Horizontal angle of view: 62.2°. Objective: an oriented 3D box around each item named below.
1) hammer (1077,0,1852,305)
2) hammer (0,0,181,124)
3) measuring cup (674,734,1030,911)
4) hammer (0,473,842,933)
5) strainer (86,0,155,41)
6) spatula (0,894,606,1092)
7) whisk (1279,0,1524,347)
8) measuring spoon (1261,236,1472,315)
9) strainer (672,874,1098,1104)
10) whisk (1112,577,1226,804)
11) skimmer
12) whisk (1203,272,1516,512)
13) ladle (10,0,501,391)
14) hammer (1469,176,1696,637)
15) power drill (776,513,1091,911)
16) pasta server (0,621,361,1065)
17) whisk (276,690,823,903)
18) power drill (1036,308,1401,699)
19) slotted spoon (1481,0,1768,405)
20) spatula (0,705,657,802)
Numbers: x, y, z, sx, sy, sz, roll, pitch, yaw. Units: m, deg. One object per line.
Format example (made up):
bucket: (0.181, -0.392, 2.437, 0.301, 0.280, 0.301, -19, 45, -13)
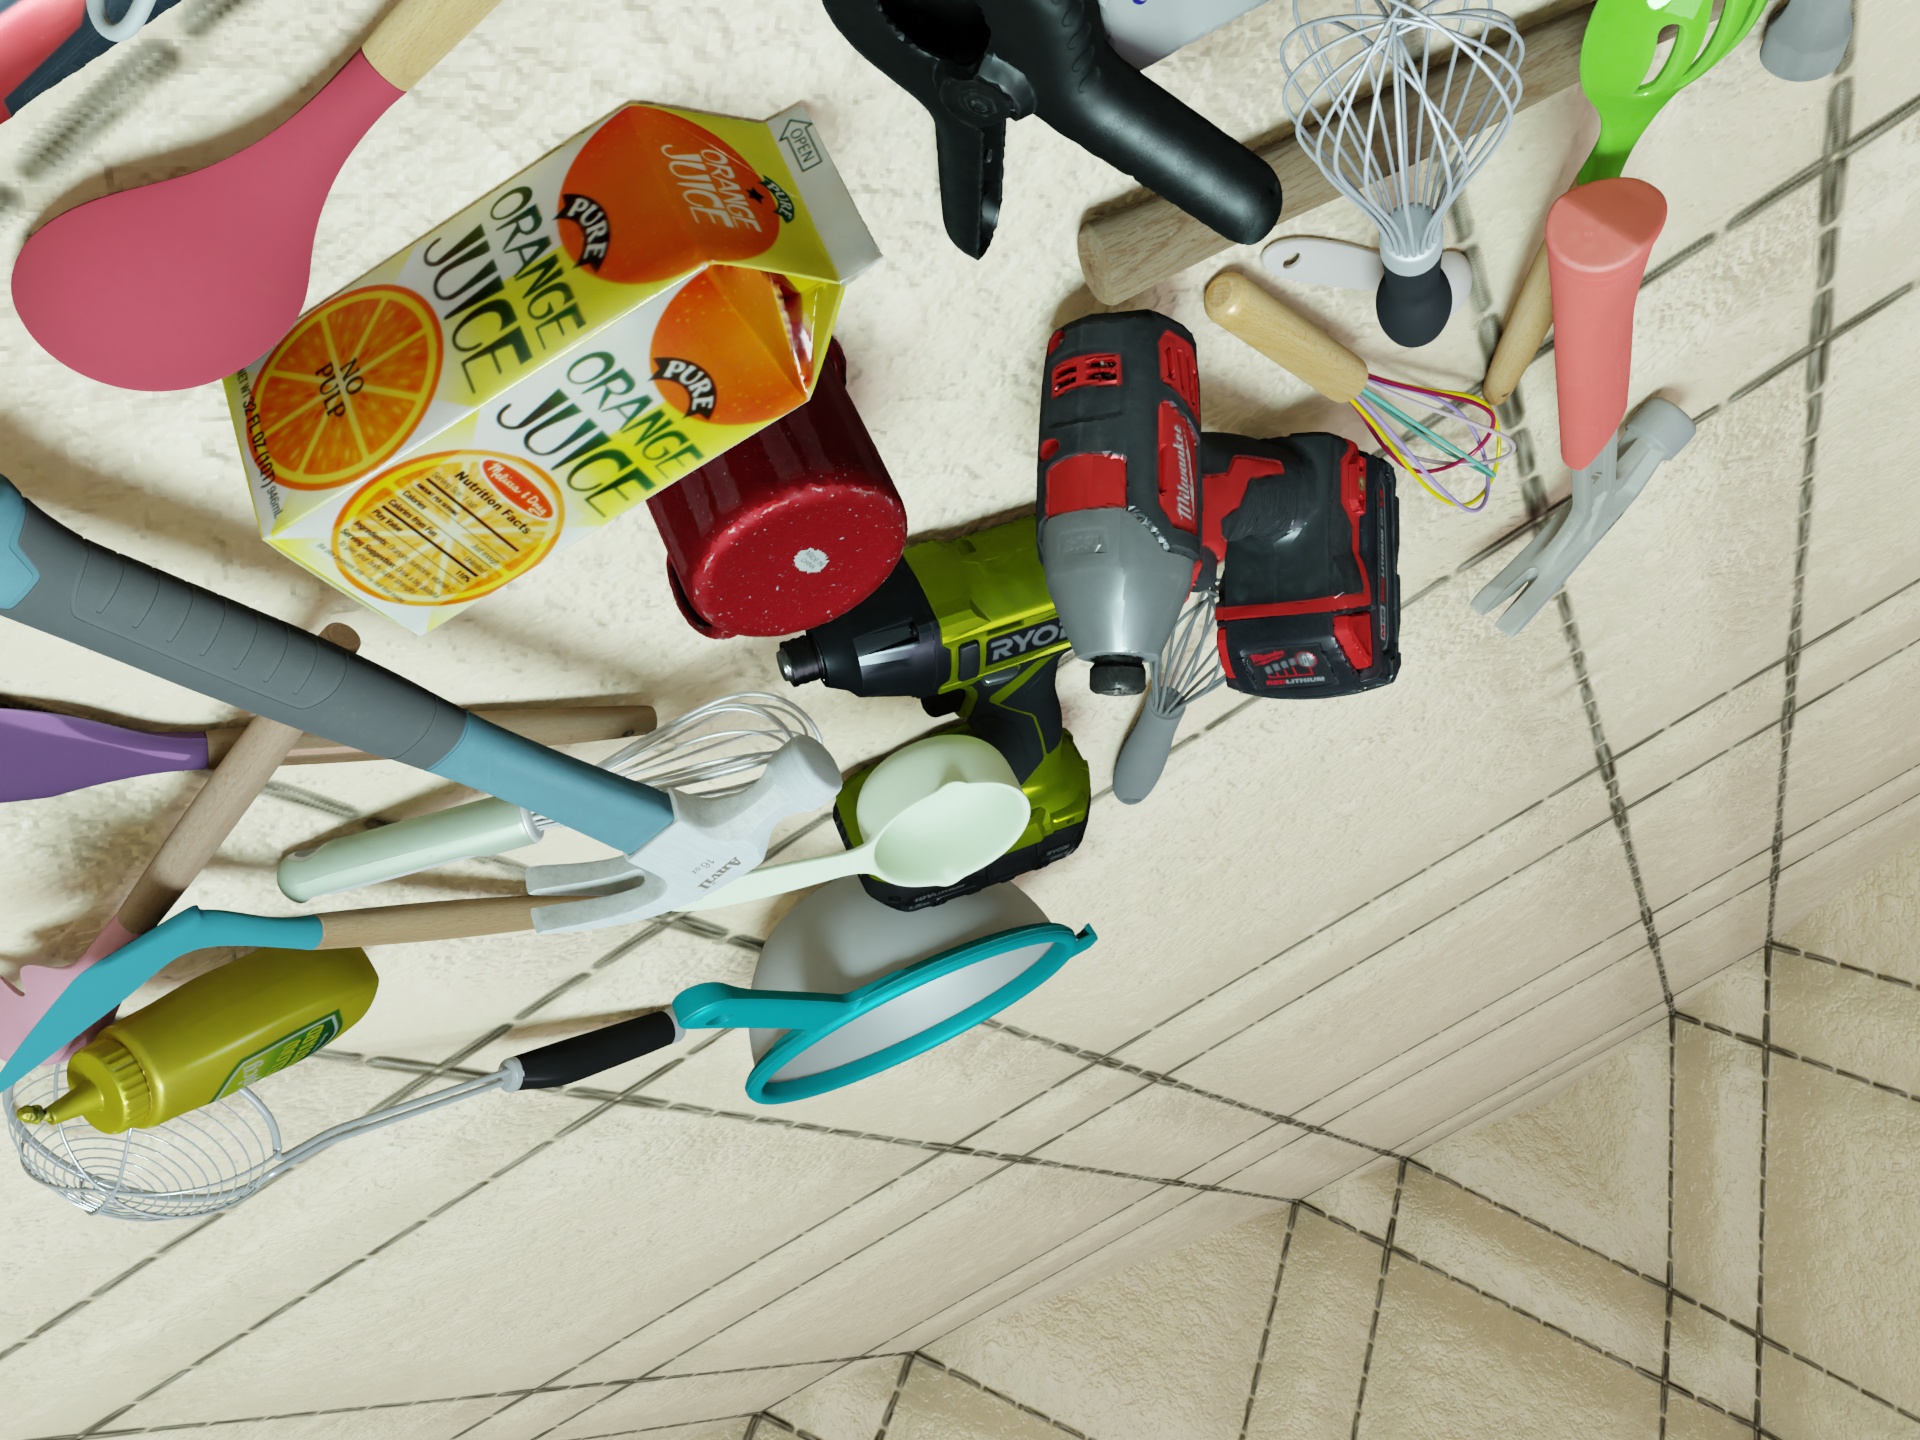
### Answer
hammer: (0.196, -0.236, 0.584, 0.331, 0.031, 0.130, -25, 152, -3)
hammer: (-0.242, -0.152, 0.348, 0.386, 0.038, 0.143, -30, 150, 6)
measuring cup: (-0.053, 0.049, 0.712, 0.167, 0.038, 0.083, -14, 144, -11)
hammer: (-0.192, 0.001, 0.556, 0.128, 0.033, 0.330, -38, 141, 19)
strainer: (-0.138, -0.243, 0.248, 0.050, 0.087, 0.258, -44, 154, -43)
spatula: (-0.263, 0.102, 0.708, 0.082, 0.044, 0.317, -45, 158, 22)
whisk: (0.154, -0.175, 0.543, 0.070, 0.070, 0.284, -33, 168, 12)
measuring spoon: (0.173, -0.184, 0.666, 0.124, 0.018, 0.034, -3, 144, -36)
strainer: (-0.070, 0.128, 0.882, 0.211, 0.095, 0.340, -32, 159, 15)
whisk: (0.118, -0.010, 0.890, 0.055, 0.055, 0.238, -18, 155, -16)
skimmer: (-0.312, 0.187, 0.873, 0.363, 0.090, 0.127, -9, 146, -49)
whisk: (0.185, -0.150, 0.716, 0.244, 0.051, 0.047, 16, 123, -45)
ladle: (-0.129, -0.184, 0.405, 0.315, 0.031, 0.069, -37, 151, 16)
hammer: (0.283, -0.138, 0.727, 0.149, 0.037, 0.358, -49, 158, 7)
power drill: (-0.001, -0.002, 0.770, 0.171, 0.080, 0.223, -19, 147, -14)
pasta server: (-0.317, 0.057, 0.629, 0.060, 0.040, 0.316, 9, 137, -48)
whisk: (-0.179, 0.040, 0.692, 0.246, 0.059, 0.058, -15, -168, 2)
power drill: (0.107, -0.072, 0.664, 0.078, 0.143, 0.219, -4, 171, 36)
slotted spoon: (0.250, -0.202, 0.637, 0.070, 0.031, 0.313, -23, 164, -1)
spatula: (-0.266, 0.008, 0.620, 0.315, 0.018, 0.059, -4, 145, -35)
